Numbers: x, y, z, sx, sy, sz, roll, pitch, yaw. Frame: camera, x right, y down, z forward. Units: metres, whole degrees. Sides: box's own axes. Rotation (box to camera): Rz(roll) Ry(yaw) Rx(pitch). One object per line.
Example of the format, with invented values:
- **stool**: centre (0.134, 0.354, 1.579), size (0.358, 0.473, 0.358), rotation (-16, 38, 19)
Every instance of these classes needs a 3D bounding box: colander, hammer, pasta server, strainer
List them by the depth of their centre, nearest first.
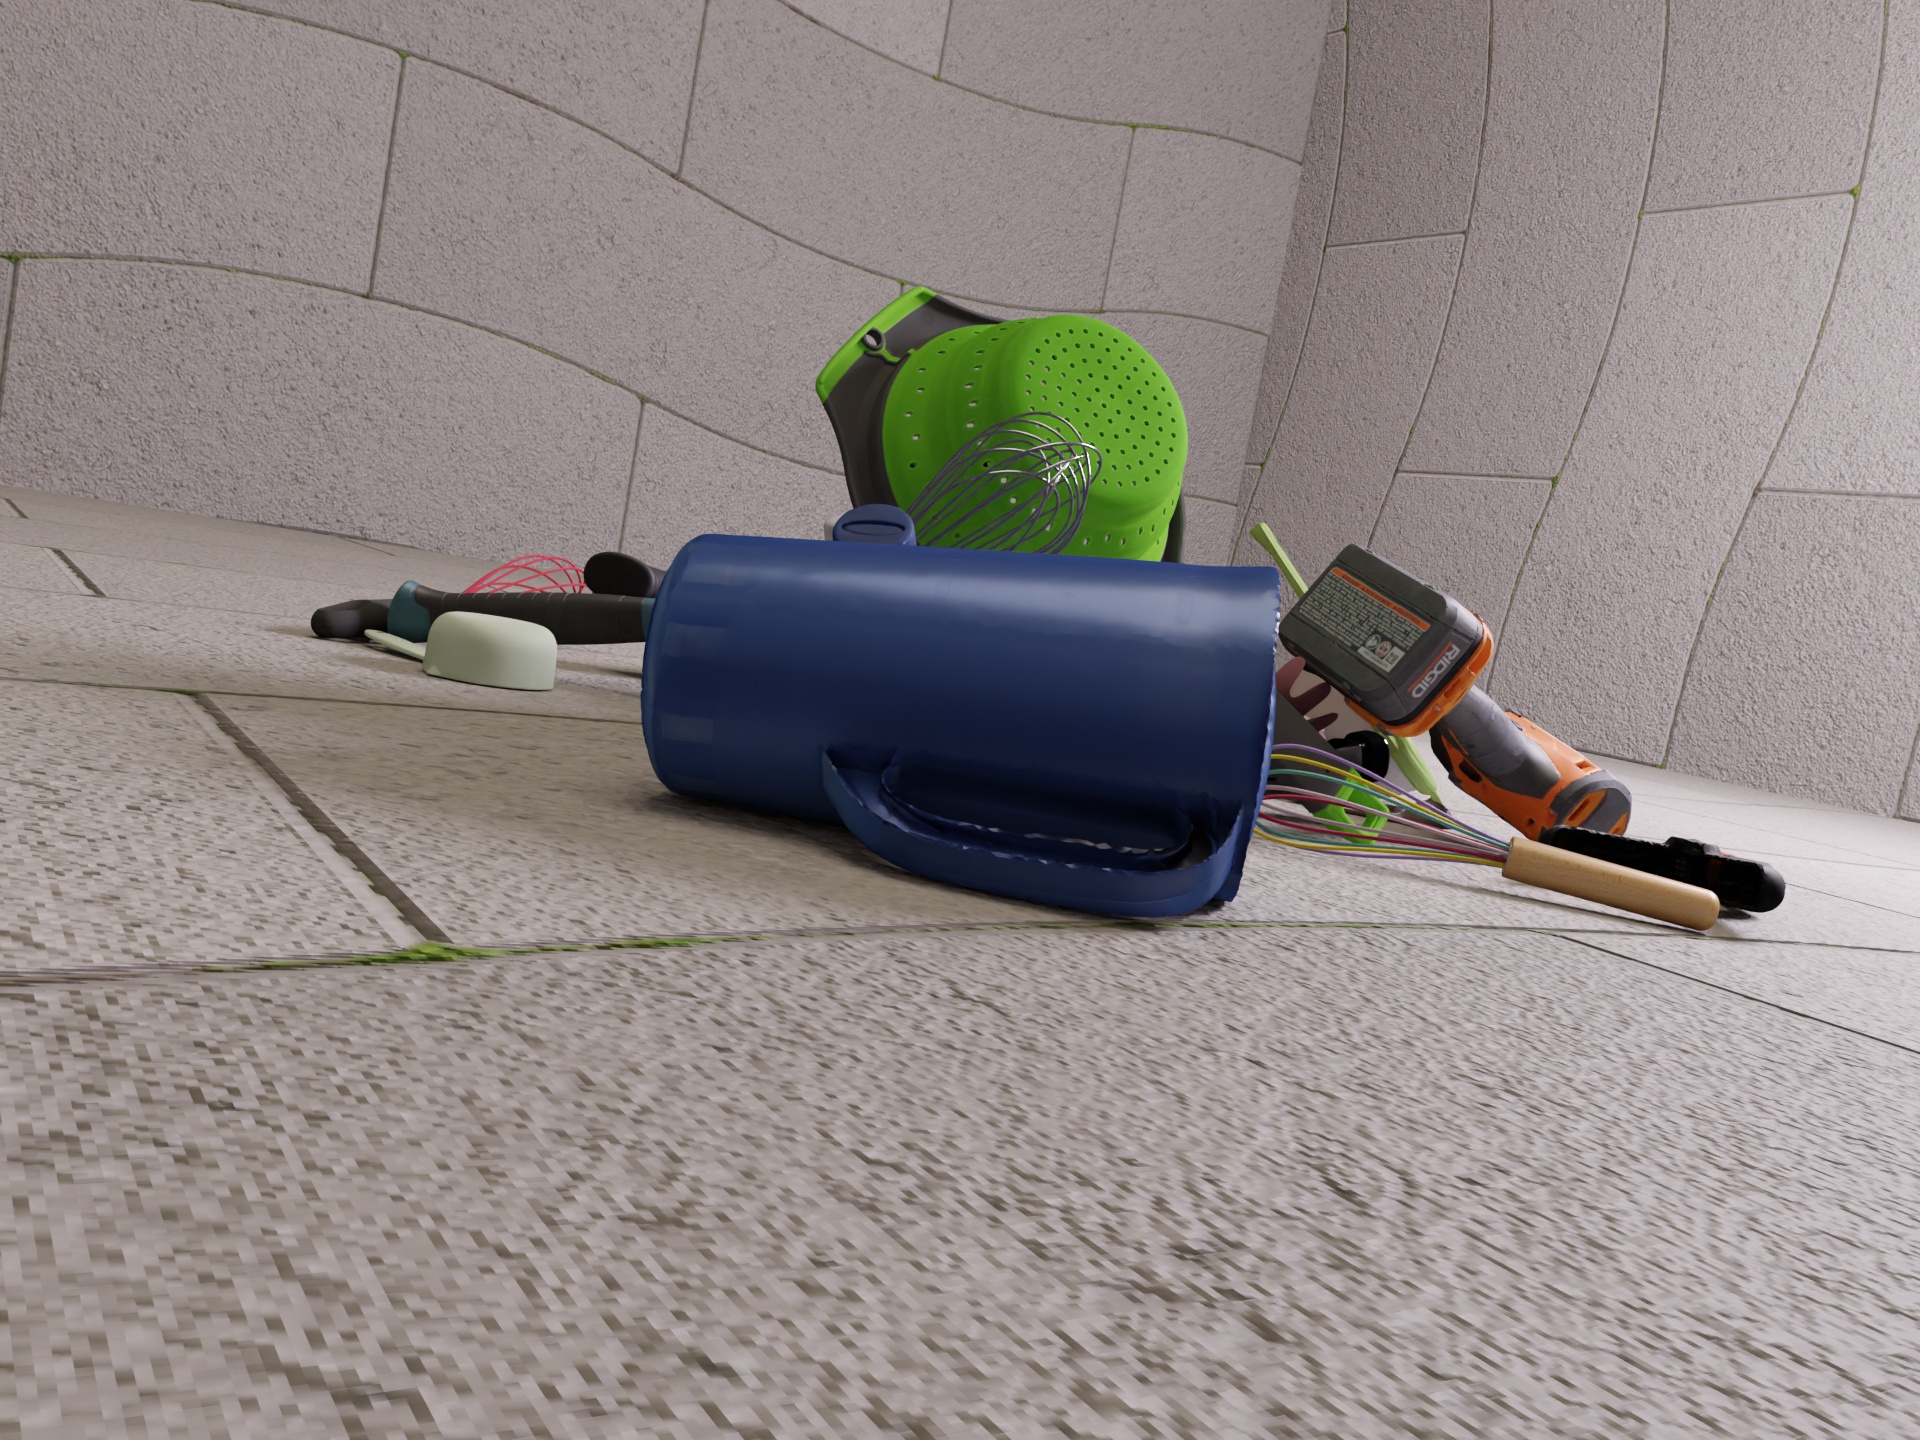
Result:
- **colander**: centre (0.108, -0.085, 0.835), size (0.397, 0.204, 0.094), rotation (44, -33, -7)
- **hammer**: centre (-0.210, -0.065, 1.001), size (0.331, 0.128, 0.033), rotation (2, 22, 13)
- **pasta server**: centre (0.101, -0.034, 1.024), size (0.040, 0.060, 0.316), rotation (-41, 36, -25)
- **hammer**: centre (0.141, -0.019, 1.096), size (0.127, 0.034, 0.337), rotation (-6, 20, -23)
- **hammer**: centre (-0.155, -0.078, 1.179), size (0.146, 0.035, 0.334), rotation (14, 0, 30)
- **strainer**: centre (0.260, -0.038, 1.185), size (0.151, 0.069, 0.257), rotation (34, 27, -55)

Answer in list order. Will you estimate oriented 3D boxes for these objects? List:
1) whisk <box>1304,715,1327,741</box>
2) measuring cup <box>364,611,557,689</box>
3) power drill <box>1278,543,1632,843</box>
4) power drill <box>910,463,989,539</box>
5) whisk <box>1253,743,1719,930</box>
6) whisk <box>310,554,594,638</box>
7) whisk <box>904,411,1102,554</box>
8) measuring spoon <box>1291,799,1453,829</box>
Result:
- **whisk**: centre (0.134, 0.012, 1.123), size (0.246, 0.059, 0.057), rotation (6, -15, 9)
- **measuring cup**: centre (-0.313, -0.053, 0.971), size (0.168, 0.038, 0.083), rotation (16, 8, 36)
- **power drill**: centre (0.297, -0.011, 0.979), size (0.226, 0.084, 0.164), rotation (36, 8, -33)
- **power drill**: centre (0.004, -0.051, 0.959), size (0.080, 0.190, 0.228), rotation (-17, -3, -6)
- **whisk**: centre (0.255, 0.067, 0.809), size (0.245, 0.051, 0.047), rotation (16, 31, 13)
- **whisk**: centre (-0.355, -0.081, 1.141), size (0.073, 0.073, 0.296), rotation (12, 11, 19)
- **whisk**: centre (-0.047, -0.060, 0.783), size (0.284, 0.070, 0.070), rotation (-30, -19, 30)
- **measuring spoon**: centre (0.268, 0.054, 1.064), size (0.124, 0.018, 0.034), rotation (10, 5, 13)
